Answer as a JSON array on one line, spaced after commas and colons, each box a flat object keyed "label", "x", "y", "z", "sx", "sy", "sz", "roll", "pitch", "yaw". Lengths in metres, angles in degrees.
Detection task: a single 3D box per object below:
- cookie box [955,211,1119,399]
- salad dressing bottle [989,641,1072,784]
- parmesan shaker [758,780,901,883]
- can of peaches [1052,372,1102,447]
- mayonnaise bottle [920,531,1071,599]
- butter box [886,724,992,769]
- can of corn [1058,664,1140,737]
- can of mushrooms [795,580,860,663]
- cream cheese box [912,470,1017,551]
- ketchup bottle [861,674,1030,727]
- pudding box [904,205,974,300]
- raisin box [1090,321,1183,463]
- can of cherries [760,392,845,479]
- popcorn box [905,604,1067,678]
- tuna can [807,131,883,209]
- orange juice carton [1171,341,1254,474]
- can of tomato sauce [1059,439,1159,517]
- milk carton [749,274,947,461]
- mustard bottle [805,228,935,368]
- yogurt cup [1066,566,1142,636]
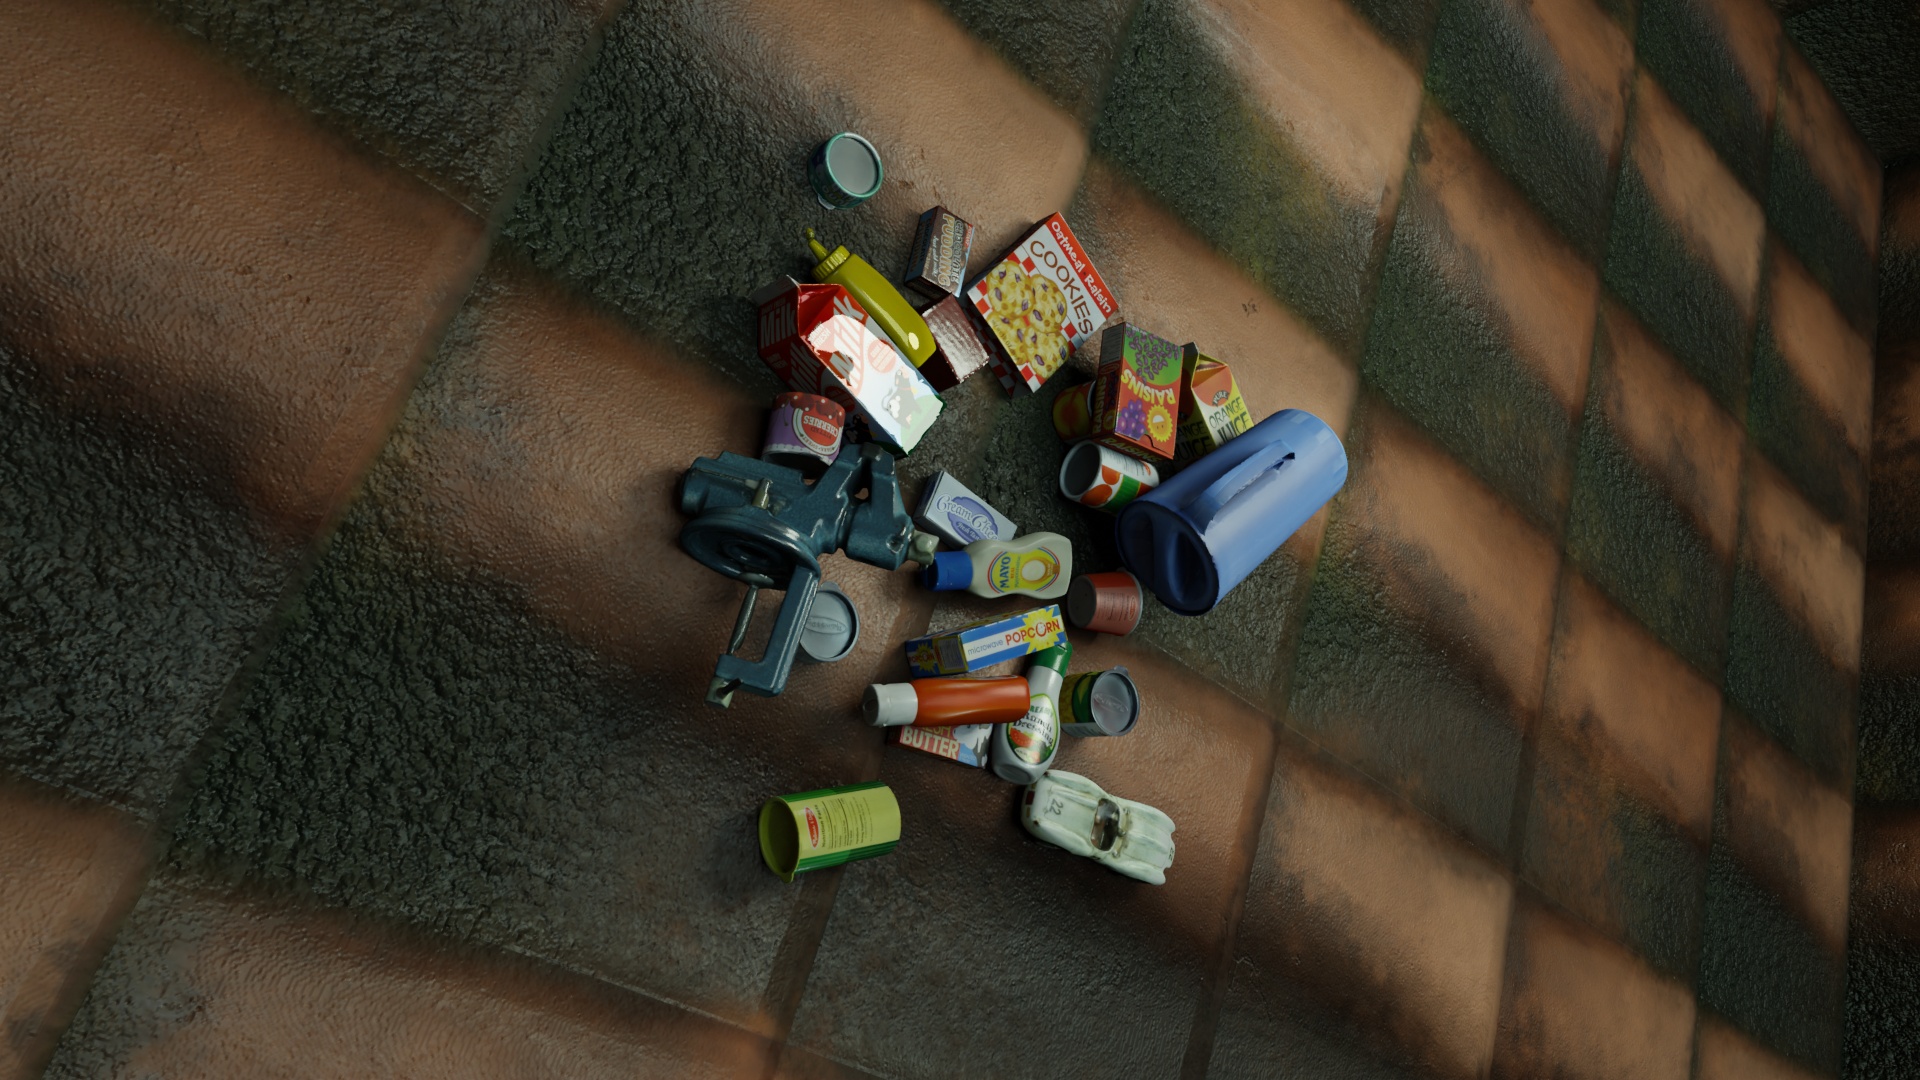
[{"label": "cookie box", "x": 0.077, "y": -0.243, "z": 1.431, "sx": 0.168, "sy": 0.040, "sz": 0.122, "roll": -47, "pitch": 110, "yaw": -33}, {"label": "salad dressing bottle", "x": 0.072, "y": 0.161, "z": 1.341, "sx": 0.064, "sy": 0.043, "sz": 0.148, "roll": 27, "pitch": 57, "yaw": -10}, {"label": "parmesan shaker", "x": -0.110, "y": 0.246, "z": 1.177, "sx": 0.103, "sy": 0.071, "sz": 0.071, "roll": -2, "pitch": 83, "yaw": -39}, {"label": "can of peaches", "x": 0.138, "y": -0.135, "z": 1.446, "sx": 0.071, "sy": 0.058, "sz": 0.071, "roll": 8, "pitch": 77, "yaw": -36}, {"label": "mayonnaise bottle", "x": 0.035, "y": 0.027, "z": 1.317, "sx": 0.148, "sy": 0.041, "sz": 0.064, "roll": -3, "pitch": 103, "yaw": -30}, {"label": "butter box", "x": -0.018, "y": 0.175, "z": 1.288, "sx": 0.103, "sy": 0.024, "sz": 0.053, "roll": 22, "pitch": 68, "yaw": -33}, {"label": "can of corn", "x": 0.136, "y": 0.161, "z": 1.389, "sx": 0.071, "sy": 0.058, "sz": 0.071, "roll": 8, "pitch": 77, "yaw": -37}, {"label": "can of mushrooms", "x": -0.124, "y": 0.072, "z": 1.219, "sx": 0.071, "sy": 0.033, "sz": 0.071, "roll": 7, "pitch": 77, "yaw": -36}, {"label": "cream cheese box", "x": 0.005, "y": -0.017, "z": 1.341, "sx": 0.103, "sy": 0.024, "sz": 0.053, "roll": 36, "pitch": 61, "yaw": -27}, {"label": "ketchup bottle", "x": -0.014, "y": 0.145, "z": 1.243, "sx": 0.149, "sy": 0.064, "sz": 0.043, "roll": 1, "pitch": 75, "yaw": -30}, {"label": "pudding box", "x": -0.020, "y": -0.280, "z": 1.368, "sx": 0.049, "sy": 0.030, "sz": 0.084, "roll": 26, "pitch": 67, "yaw": -33}, {"label": "raisin box", "x": 0.182, "y": -0.150, "z": 1.419, "sx": 0.086, "sy": 0.040, "sz": 0.123, "roll": 19, "pitch": 71, "yaw": -35}, {"label": "can of cherries", "x": -0.136, "y": -0.092, "z": 1.216, "sx": 0.071, "sy": 0.071, "sz": 0.058, "roll": 22, "pitch": 69, "yaw": -33}, {"label": "popcorn box", "x": 0.024, "y": 0.094, "z": 1.297, "sx": 0.127, "sy": 0.085, "sz": 0.038, "roll": -13, "pitch": 89, "yaw": -38}, {"label": "tuna can", "x": -0.109, "y": -0.347, "z": 1.309, "sx": 0.071, "sy": 0.032, "sz": 0.071, "roll": 8, "pitch": 76, "yaw": -37}, {"label": "orange juice carton", "x": 0.271, "y": -0.126, "z": 1.538, "sx": 0.073, "sy": 0.071, "sz": 0.192, "roll": -34, "pitch": 103, "yaw": -37}, {"label": "can of tomato sauce", "x": 0.153, "y": -0.060, "z": 1.440, "sx": 0.083, "sy": 0.071, "sz": 0.071, "roll": 20, "pitch": 70, "yaw": -33}, {"label": "milk carton", "x": -0.109, "y": -0.159, "z": 1.249, "sx": 0.190, "sy": 0.072, "sz": 0.074, "roll": 47, "pitch": 57, "yaw": -21}, {"label": "mustard bottle", "x": -0.093, "y": -0.221, "z": 1.282, "sx": 0.160, "sy": 0.065, "sz": 0.049, "roll": 48, "pitch": 51, "yaw": -14}, {"label": "yogurt cup", "x": 0.144, "y": 0.063, "z": 1.411, "sx": 0.054, "sy": 0.072, "sz": 0.072, "roll": 4, "pitch": 79, "yaw": -29}]
